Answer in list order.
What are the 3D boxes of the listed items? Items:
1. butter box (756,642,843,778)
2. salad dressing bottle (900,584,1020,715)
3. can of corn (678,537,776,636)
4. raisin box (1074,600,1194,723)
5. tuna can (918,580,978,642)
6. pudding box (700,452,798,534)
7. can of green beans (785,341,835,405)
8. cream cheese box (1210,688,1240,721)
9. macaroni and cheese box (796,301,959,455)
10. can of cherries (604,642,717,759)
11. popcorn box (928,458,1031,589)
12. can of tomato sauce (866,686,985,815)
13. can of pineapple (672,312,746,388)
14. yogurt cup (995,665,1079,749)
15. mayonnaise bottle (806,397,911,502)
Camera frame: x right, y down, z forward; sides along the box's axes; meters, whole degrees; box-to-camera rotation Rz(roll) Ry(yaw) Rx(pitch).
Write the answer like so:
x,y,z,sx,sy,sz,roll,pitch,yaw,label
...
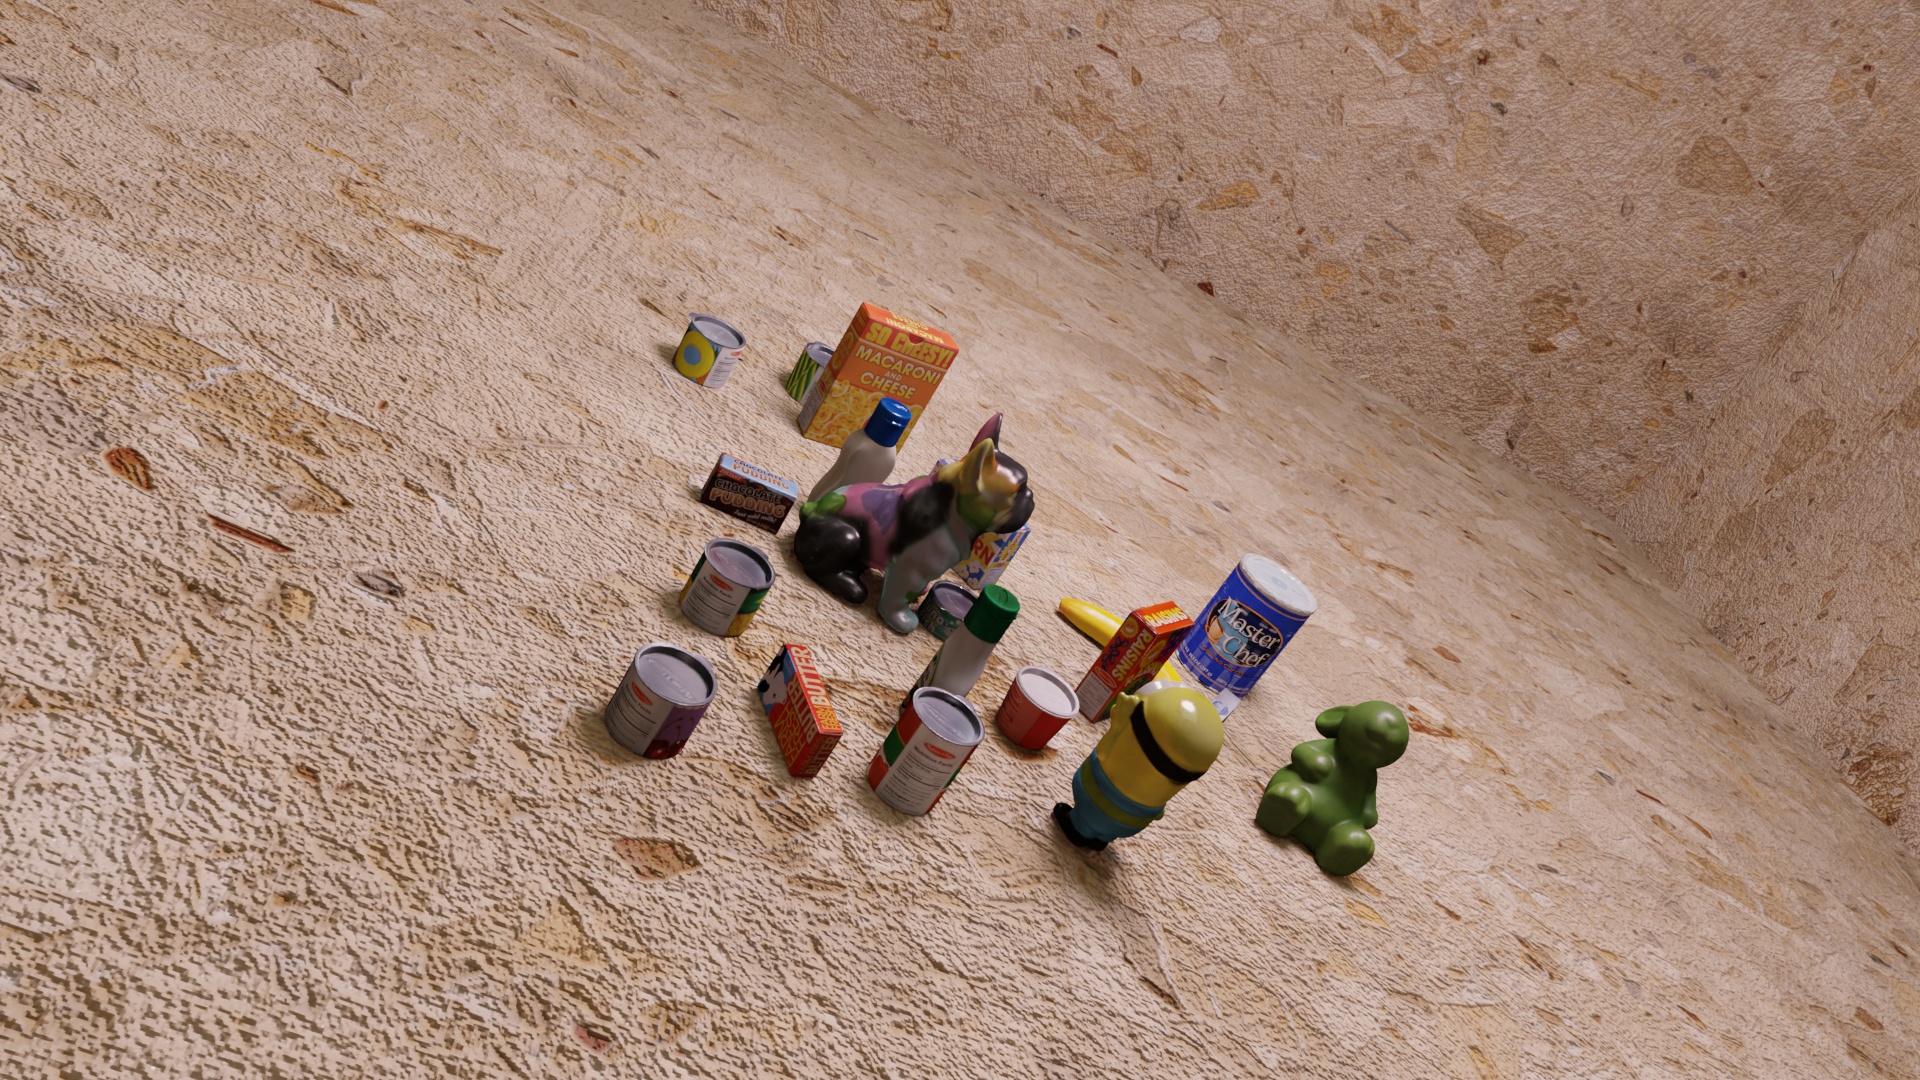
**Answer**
x,y,z,sx,sy,sz,roll,pitch,yaw,label
-0.129,0.136,1.113,0.024,0.053,0.104,14,31,-36,butter box
0.000,0.104,1.211,0.044,0.147,0.064,30,24,-6,salad dressing bottle
-0.200,0.040,1.199,0.071,0.058,0.071,26,25,-13,can of corn
0.174,0.122,1.410,0.040,0.123,0.086,45,27,24,raisin box
-0.009,0.073,1.392,0.071,0.032,0.071,26,25,-13,tuna can
-0.206,-0.047,1.361,0.084,0.049,0.030,24,26,-18,pudding box
-0.169,-0.195,1.667,0.071,0.057,0.071,26,25,-13,can of green beans
0.257,0.194,1.459,0.024,0.053,0.104,40,26,15,cream cheese box
-0.094,-0.177,1.592,0.124,0.165,0.040,16,29,-33,macaroni and cheese box
-0.220,0.119,1.030,0.071,0.058,0.072,26,25,-13,can of cherries
0.005,-0.019,1.516,0.127,0.085,0.038,45,27,25,popcorn box
-0.029,0.171,1.131,0.071,0.082,0.071,27,25,-13,can of tomato sauce
-0.285,-0.215,1.566,0.071,0.057,0.071,26,25,-13,can of pineapple
0.069,0.159,1.302,0.072,0.053,0.073,26,25,-13,yogurt cup
-0.100,-0.078,1.425,0.065,0.147,0.041,18,28,-30,mayonnaise bottle
